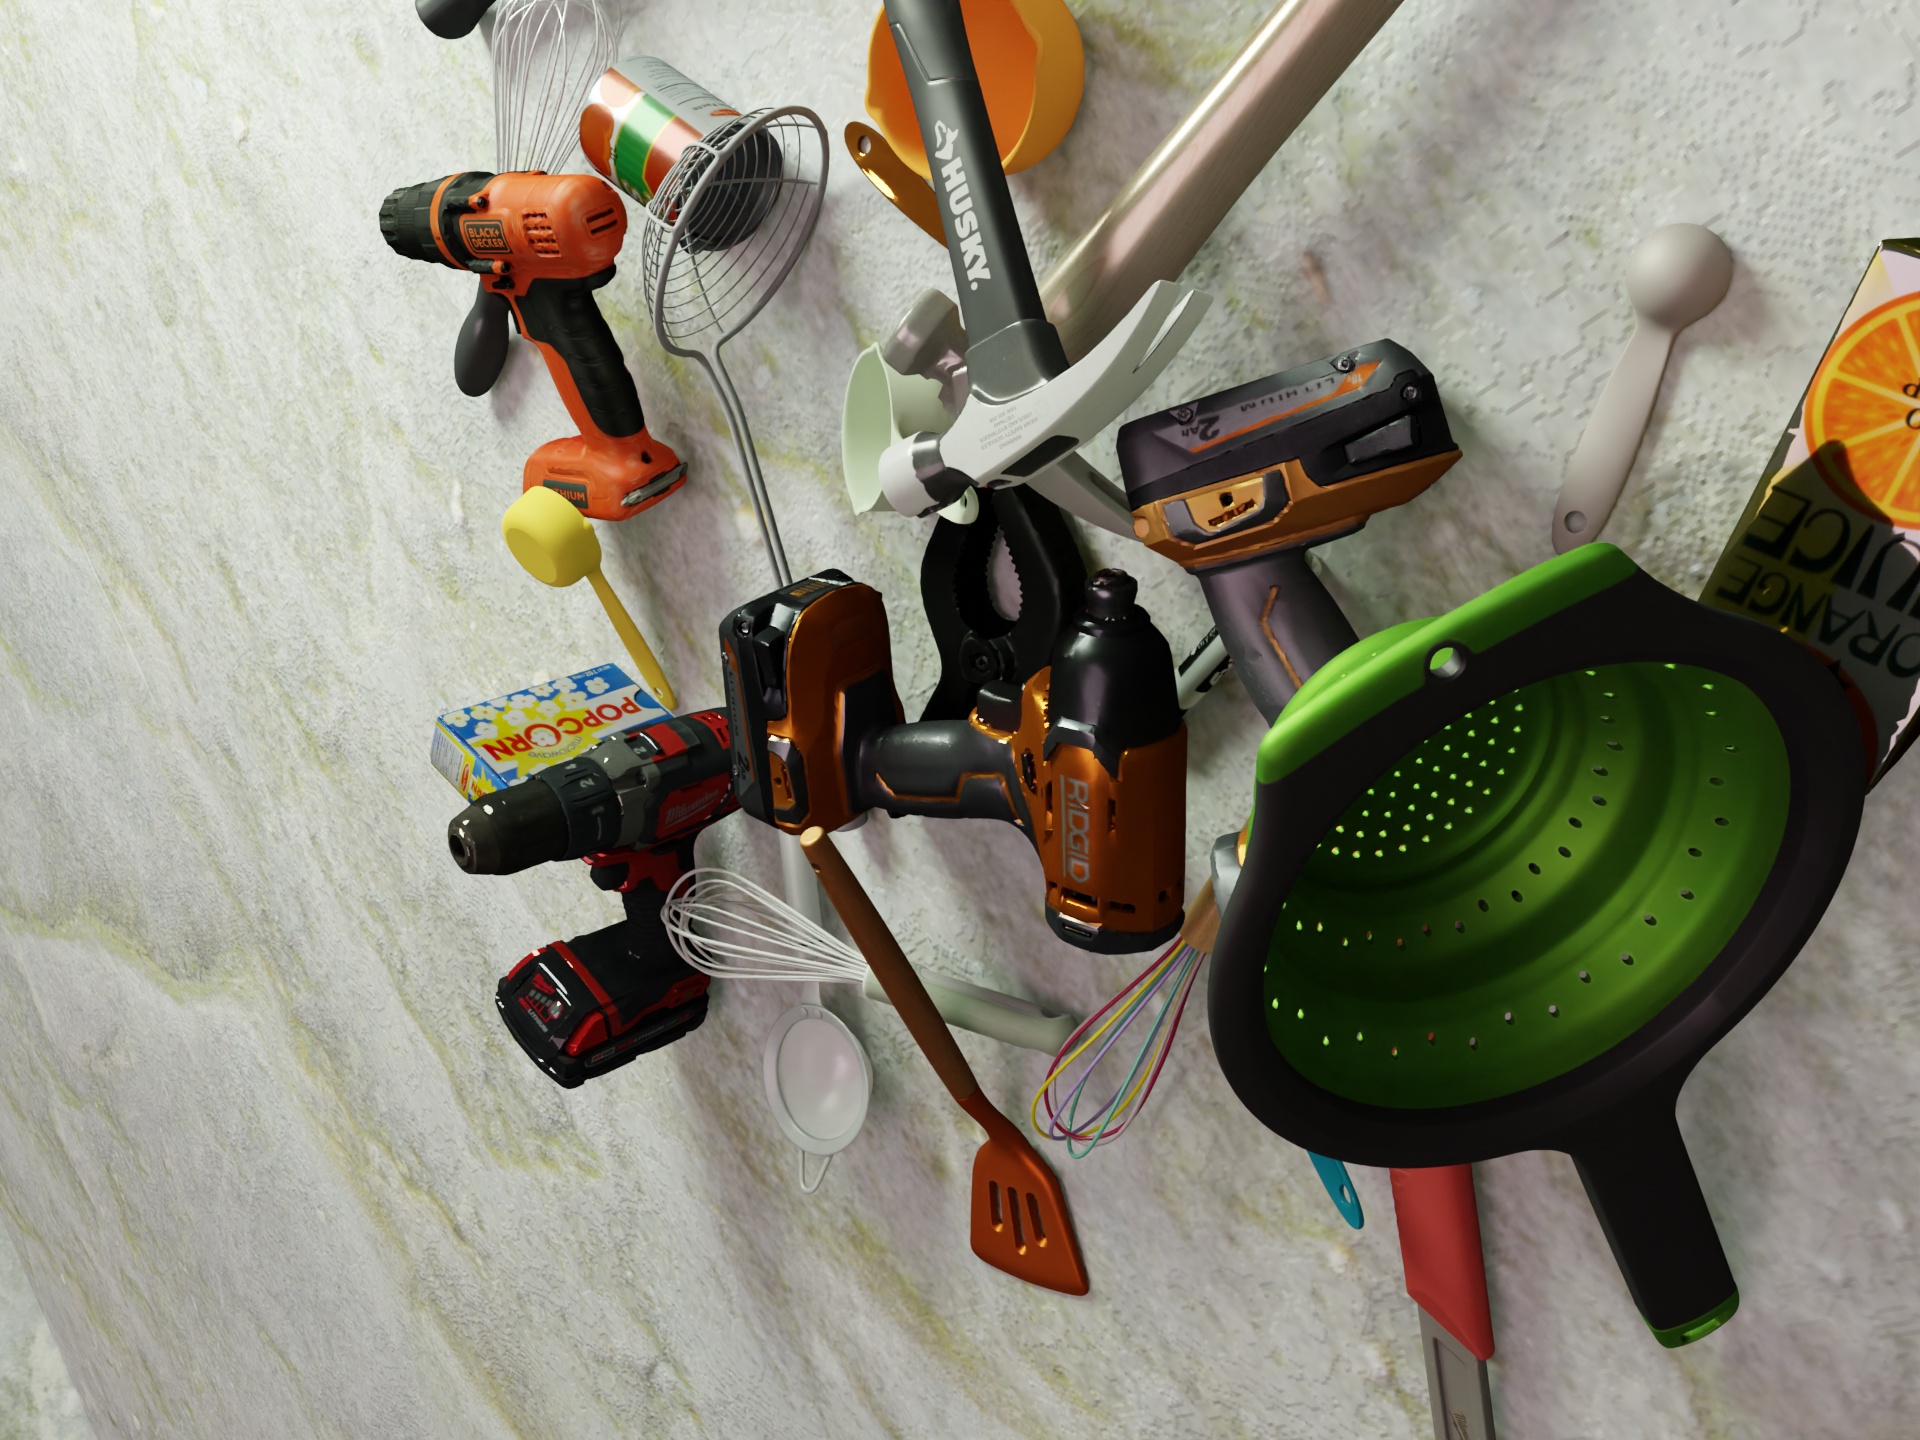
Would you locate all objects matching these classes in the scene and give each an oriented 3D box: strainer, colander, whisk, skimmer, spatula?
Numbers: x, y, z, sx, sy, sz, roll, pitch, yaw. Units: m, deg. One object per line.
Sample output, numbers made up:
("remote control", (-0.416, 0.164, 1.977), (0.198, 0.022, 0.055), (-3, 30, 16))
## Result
("strainer", (-0.084, 0.137, 0.904), (0.087, 0.050, 0.258), (-1, 98, 41))
("colander", (0.194, 0.090, 0.540), (0.396, 0.204, 0.095), (56, -175, -36))
("whisk", (-0.249, -0.293, 0.898), (0.070, 0.070, 0.284), (49, 134, 18))
("whisk", (-0.052, 0.132, 0.844), (0.246, 0.058, 0.059), (14, 97, 20))
("skimmer", (-0.075, -0.109, 0.791), (0.090, 0.127, 0.363), (-1, 114, 30))
("spatula", (-0.012, 0.178, 0.802), (0.081, 0.041, 0.322), (6, 135, 39))
("whisk", (0.097, 0.116, 0.735), (0.047, 0.051, 0.245), (27, 119, -1))

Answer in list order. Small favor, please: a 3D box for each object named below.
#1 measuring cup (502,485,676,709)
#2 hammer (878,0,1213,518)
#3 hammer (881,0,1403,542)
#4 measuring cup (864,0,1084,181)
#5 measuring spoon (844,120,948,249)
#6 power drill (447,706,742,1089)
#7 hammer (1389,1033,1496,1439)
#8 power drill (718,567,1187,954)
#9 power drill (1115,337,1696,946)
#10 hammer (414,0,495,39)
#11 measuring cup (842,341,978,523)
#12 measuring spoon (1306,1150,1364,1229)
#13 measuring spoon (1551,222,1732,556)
("measuring cup", (-0.212, -0.062, 0.918), (0.062, 0.029, 0.156), (3, 130, 47))
("hammer", (-0.005, -0.259, 0.618), (0.146, 0.035, 0.335), (-21, 79, 39))
("hammer", (0.135, -0.244, 0.582), (0.146, 0.038, 0.410), (38, 124, -5))
("measuring cup", (0.021, -0.238, 0.690), (0.095, 0.052, 0.173), (-3, 112, 39))
("measuring spoon", (-0.018, -0.245, 0.747), (0.117, 0.011, 0.021), (50, 129, 22))
("power drill", (-0.207, 0.103, 0.903), (0.080, 0.188, 0.226), (41, 130, 28))
("hammer", (0.214, 0.225, 0.680), (0.149, 0.036, 0.359), (-1, 103, 41))
("power drill", (-0.001, -0.002, 0.711), (0.227, 0.084, 0.164), (16, 120, 34))
("power drill", (0.167, -0.023, 0.596), (0.185, 0.084, 0.226), (-15, 92, 18))
("hammer", (-0.165, -0.421, 0.757), (0.409, 0.149, 0.036), (-6, 121, 51))
("measuring cup", (-0.011, -0.118, 0.717), (0.168, 0.038, 0.083), (-133, 46, -57))
("measuring spoon", (0.153, 0.159, 0.696), (0.042, 0.021, 0.129), (105, 149, -53))
("measuring spoon", (0.235, -0.113, 0.565), (0.034, 0.018, 0.124), (30, 122, 30))
